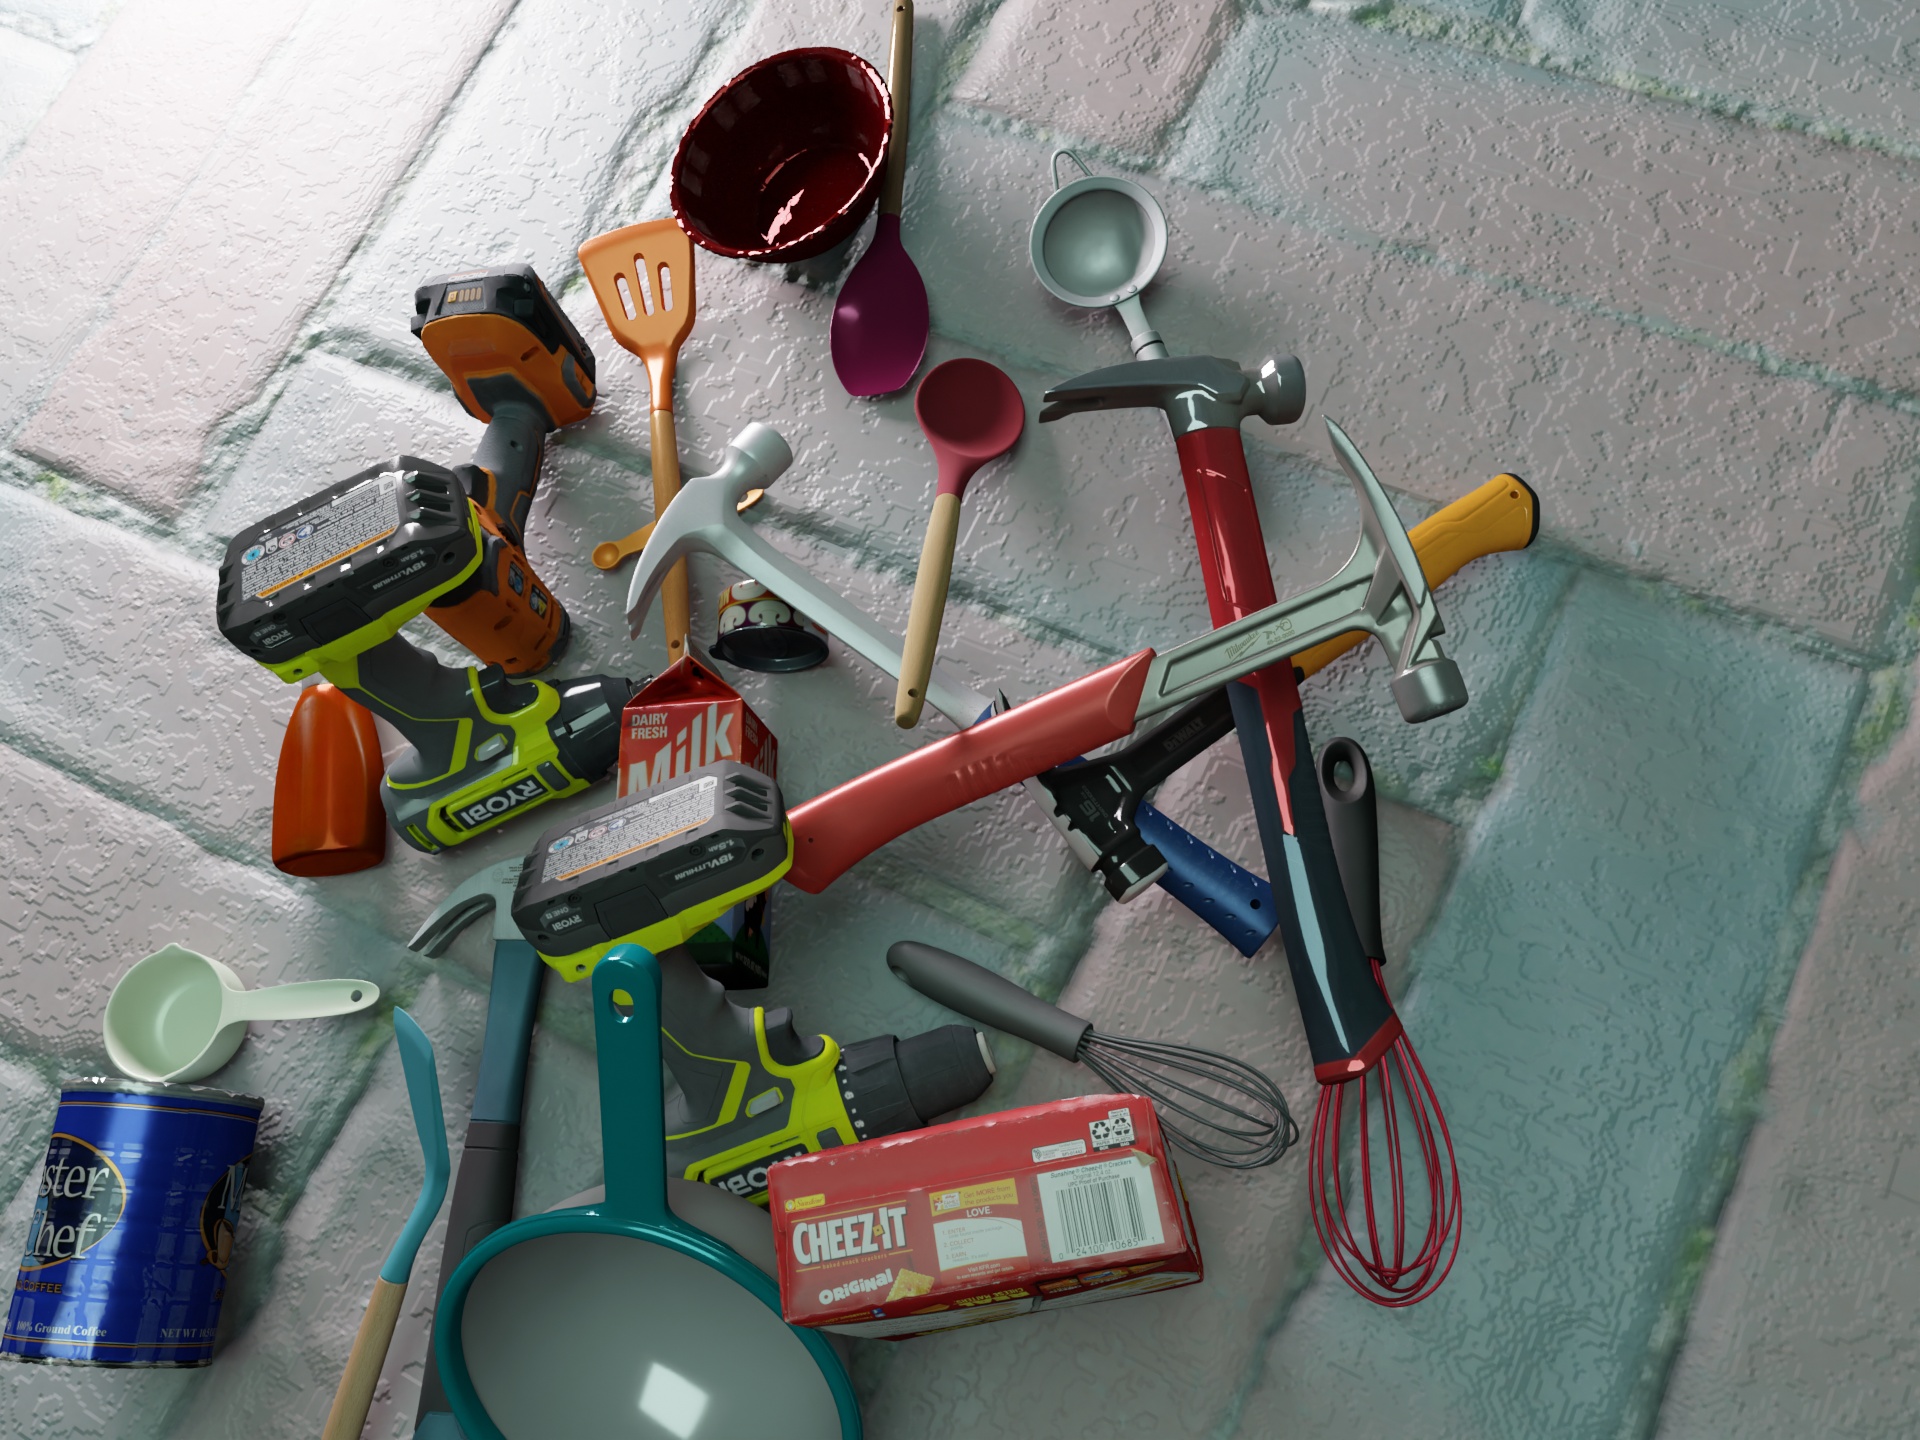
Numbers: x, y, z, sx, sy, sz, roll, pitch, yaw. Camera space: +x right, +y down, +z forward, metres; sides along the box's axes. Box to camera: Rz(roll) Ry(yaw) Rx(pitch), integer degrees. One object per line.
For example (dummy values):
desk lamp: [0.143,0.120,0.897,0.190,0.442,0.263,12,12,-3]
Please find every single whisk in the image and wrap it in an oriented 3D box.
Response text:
whisk: [0.063,0.169,0.833,0.239,0.055,0.055,22,75,22]
whisk: [0.206,0.142,0.810,0.073,0.073,0.296,-3,63,9]

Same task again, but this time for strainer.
strainer: [-0.135,0.239,0.747,0.211,0.095,0.340,7,113,12]
strainer: [0.111,-0.236,0.977,0.087,0.050,0.259,-23,73,8]

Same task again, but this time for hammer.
hammer: [0.139,-0.010,0.805,0.143,0.038,0.387,-7,71,-6]
hammer: [0.179,-0.044,0.860,0.337,0.034,0.127,-33,76,-15]
hammer: [-0.256,0.235,0.871,0.128,0.033,0.331,0,70,10]
hammer: [0.052,-0.009,0.784,0.359,0.036,0.149,-24,78,17]
hammer: [-0.001,-0.003,0.868,0.405,0.035,0.144,36,68,9]

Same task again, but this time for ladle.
ladle: [-0.008,-0.107,0.891,0.069,0.031,0.316,15,44,-6]

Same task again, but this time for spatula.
spatula: [-0.312,0.311,0.820,0.082,0.044,0.317,10,82,57]
spatula: [-0.191,-0.177,1.003,0.081,0.041,0.323,-12,64,5]

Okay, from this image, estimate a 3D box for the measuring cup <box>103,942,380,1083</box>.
measuring cup: [-0.410,0.169,0.923,0.167,0.038,0.083,-6,69,6]

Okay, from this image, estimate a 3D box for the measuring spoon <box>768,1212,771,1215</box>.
measuring spoon: [-0.069,0.251,0.836,0.124,0.034,0.018,-18,45,9]

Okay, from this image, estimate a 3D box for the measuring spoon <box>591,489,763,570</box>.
measuring spoon: [-0.177,-0.122,1.004,0.117,0.011,0.021,-24,63,-3]

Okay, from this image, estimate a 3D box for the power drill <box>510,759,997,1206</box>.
power drill: [-0.101,0.140,0.796,0.190,0.228,0.080,-22,26,2]

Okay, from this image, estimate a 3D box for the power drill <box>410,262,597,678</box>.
power drill: [-0.287,-0.158,0.955,0.084,0.164,0.227,-5,67,11]

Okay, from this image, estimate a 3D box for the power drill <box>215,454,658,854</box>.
power drill: [-0.277,-0.030,0.873,0.171,0.223,0.080,-26,50,1]

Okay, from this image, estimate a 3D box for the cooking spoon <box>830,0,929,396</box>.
cooking spoon: [-0.046,-0.355,1.061,0.069,0.017,0.319,-5,69,19]
